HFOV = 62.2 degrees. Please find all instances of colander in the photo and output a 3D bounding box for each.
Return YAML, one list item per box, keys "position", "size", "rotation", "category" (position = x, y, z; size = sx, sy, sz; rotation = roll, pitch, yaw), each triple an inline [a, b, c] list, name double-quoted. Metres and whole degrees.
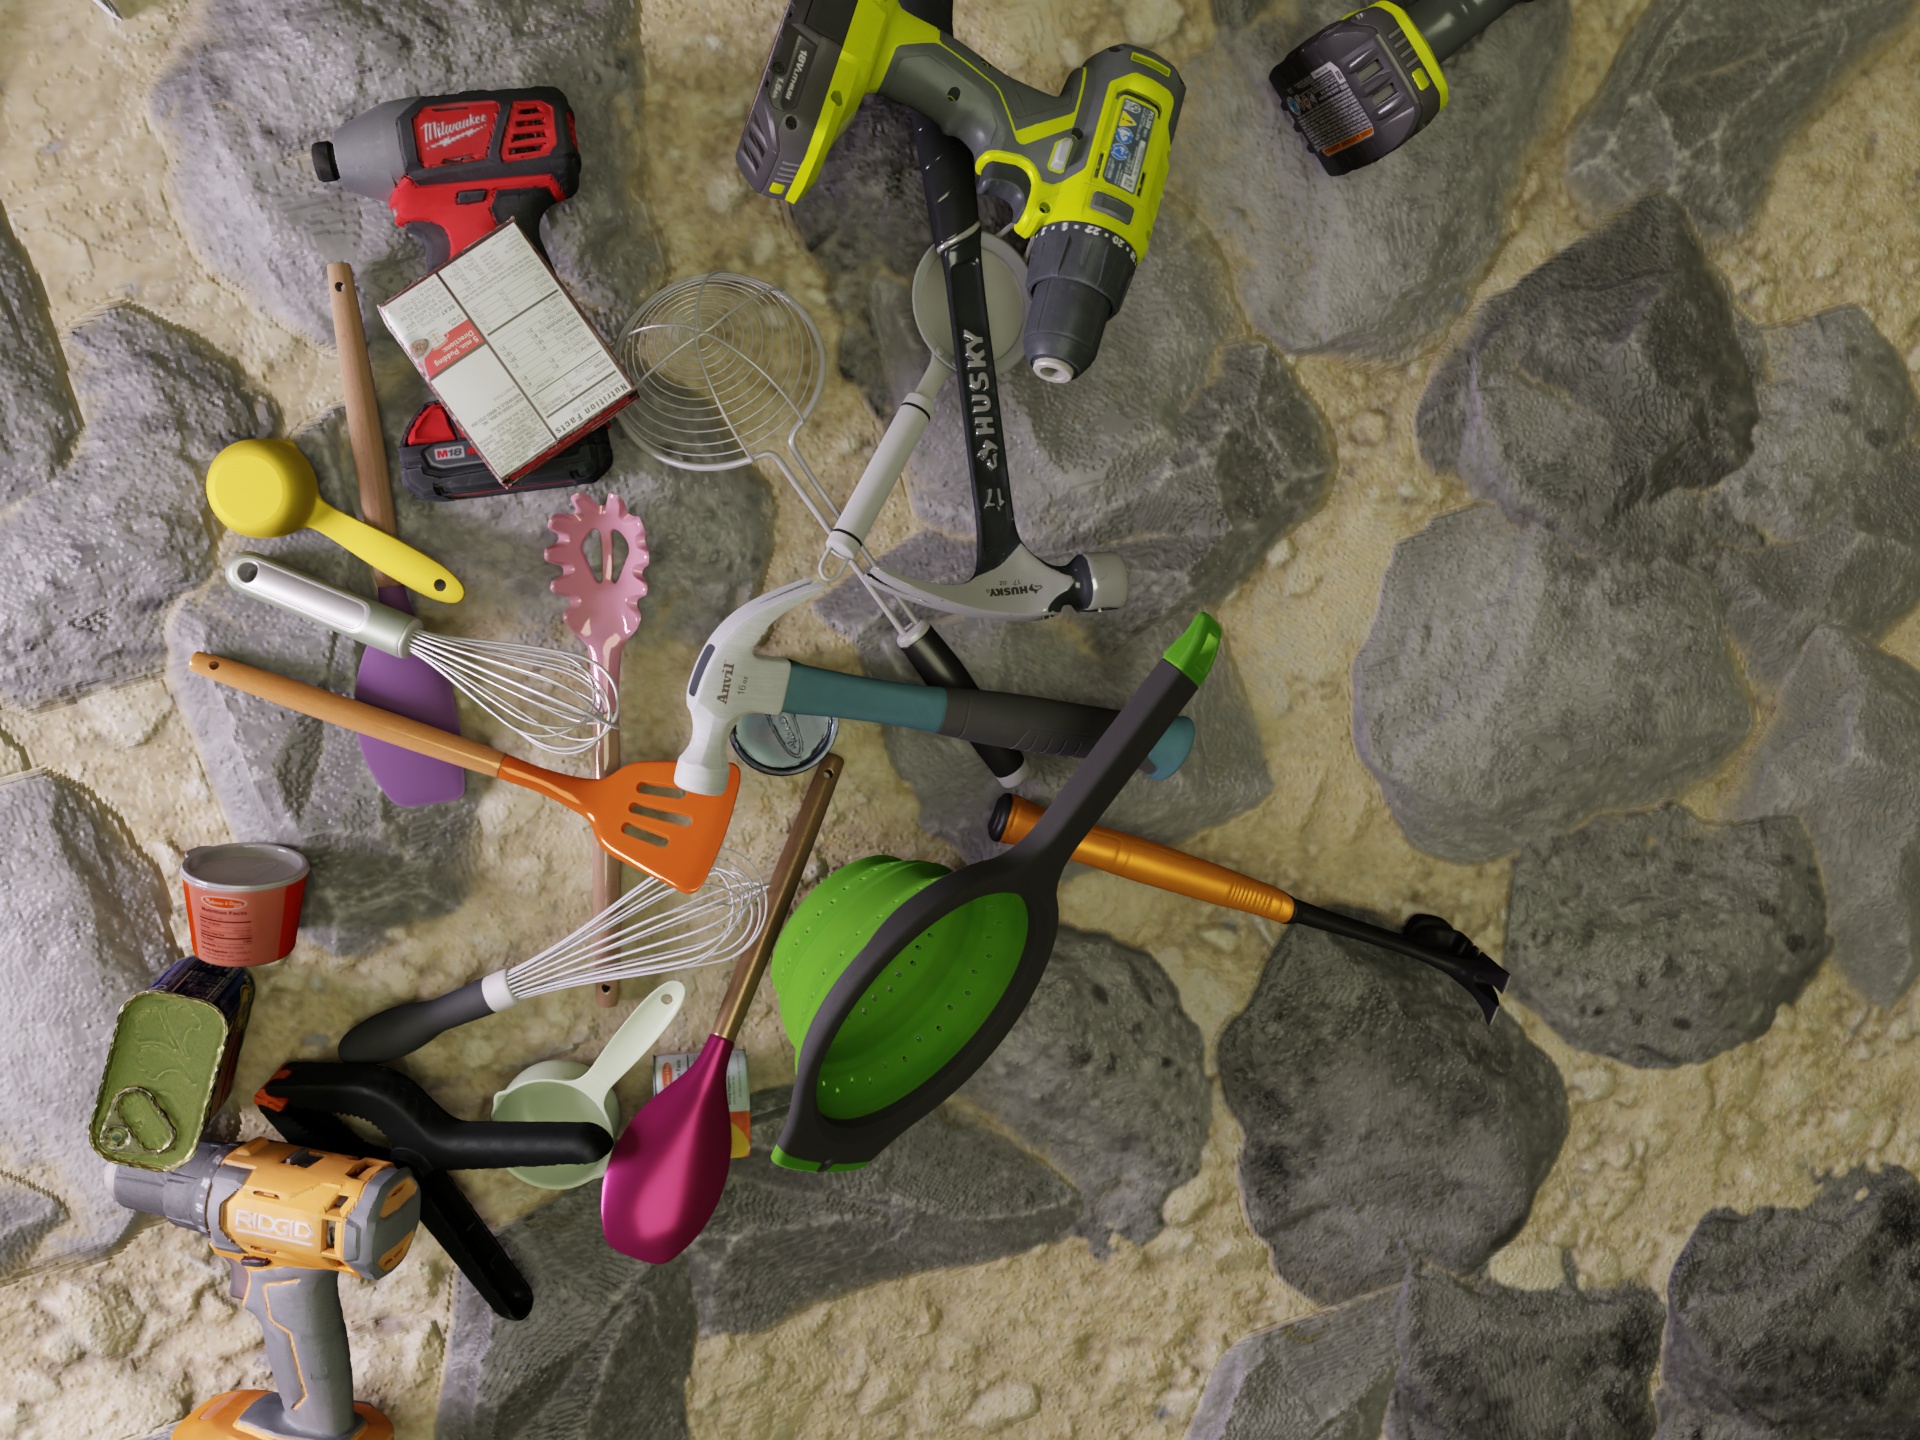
- position: [0.005, 0.083, 0.942]
  size: [0.095, 0.204, 0.397]
  rotation: [38, 93, 31]
  category: "colander"

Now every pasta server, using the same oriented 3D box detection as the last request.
- position: [-0.215, 0.022, 0.957]
  size: [0.060, 0.040, 0.316]
  rotation: [1, 99, -2]
  category: "pasta server"

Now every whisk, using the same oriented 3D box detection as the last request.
- position: [-0.243, 0.149, 0.947]
  size: [0.284, 0.070, 0.070]
  rotation: [-22, 102, 6]
  category: "whisk"
- position: [-0.305, -0.043, 0.903]
  size: [0.246, 0.059, 0.058]
  rotation: [22, 84, 4]
  category: "whisk"

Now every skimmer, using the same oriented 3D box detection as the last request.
- position: [-0.071, -0.106, 0.971]
  size: [0.127, 0.090, 0.363]
  rotation: [-39, 113, -8]
  category: "skimmer"

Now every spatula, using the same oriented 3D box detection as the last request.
- position: [-0.338, -0.104, 0.926]
  size: [0.059, 0.018, 0.316]
  rotation: [-6, 100, -5]
  category: "spatula"
- position: [-0.289, 0.016, 0.920]
  size: [0.322, 0.041, 0.081]
  rotation: [19, 74, -4]
  category: "spatula"

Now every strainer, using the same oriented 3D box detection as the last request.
- position: [-0.024, -0.190, 0.934]
  size: [0.086, 0.050, 0.258]
  rotation: [35, 70, -26]
  category: "strainer"

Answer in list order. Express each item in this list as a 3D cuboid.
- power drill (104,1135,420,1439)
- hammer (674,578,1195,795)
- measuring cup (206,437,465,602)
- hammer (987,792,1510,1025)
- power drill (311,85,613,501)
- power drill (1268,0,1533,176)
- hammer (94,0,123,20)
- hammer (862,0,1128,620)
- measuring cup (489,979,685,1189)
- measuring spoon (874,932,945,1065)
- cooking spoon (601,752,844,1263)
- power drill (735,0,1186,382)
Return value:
- position: [-0.416, 0.353, 0.932]
  size: [0.185, 0.084, 0.226]
  rotation: [8, 99, 10]
  category: "power drill"
- position: [-0.002, -0.003, 0.954]
  size: [0.330, 0.033, 0.128]
  rotation: [8, 98, -27]
  category: "hammer"
- position: [-0.354, -0.107, 0.901]
  size: [0.156, 0.029, 0.062]
  rotation: [29, 99, -1]
  category: "measuring cup"
- position: [0.180, 0.113, 1.014]
  size: [0.337, 0.127, 0.034]
  rotation: [18, 99, -7]
  category: "hammer"
- position: [-0.275, -0.238, 0.892]
  size: [0.143, 0.078, 0.219]
  rotation: [-8, 97, -10]
  category: "power drill"
- position: [0.305, -0.424, 0.929]
  size: [0.223, 0.171, 0.080]
  rotation: [-37, 103, 0]
  category: "power drill"
- position: [-0.583, -0.247, 0.850]
  size: [0.144, 0.035, 0.405]
  rotation: [21, 93, -13]
  category: "hammer"
- position: [-0.004, -0.257, 0.912]
  size: [0.149, 0.036, 0.409]
  rotation: [-6, 85, -17]
  category: "hammer"
- position: [-0.217, 0.212, 0.966]
  size: [0.083, 0.038, 0.167]
  rotation: [39, 102, -9]
  category: "measuring cup"
- position: [-0.026, 0.161, 1.027]
  size: [0.042, 0.021, 0.128]
  rotation: [15, 86, -6]
  category: "measuring spoon"
- position: [-0.134, 0.166, 0.957]
  size: [0.068, 0.017, 0.319]
  rotation: [22, 76, -6]
  category: "cooking spoon"
- position: [0.001, -0.303, 0.863]
  size: [0.228, 0.080, 0.191]
  rotation: [19, 77, -15]
  category: "power drill"
